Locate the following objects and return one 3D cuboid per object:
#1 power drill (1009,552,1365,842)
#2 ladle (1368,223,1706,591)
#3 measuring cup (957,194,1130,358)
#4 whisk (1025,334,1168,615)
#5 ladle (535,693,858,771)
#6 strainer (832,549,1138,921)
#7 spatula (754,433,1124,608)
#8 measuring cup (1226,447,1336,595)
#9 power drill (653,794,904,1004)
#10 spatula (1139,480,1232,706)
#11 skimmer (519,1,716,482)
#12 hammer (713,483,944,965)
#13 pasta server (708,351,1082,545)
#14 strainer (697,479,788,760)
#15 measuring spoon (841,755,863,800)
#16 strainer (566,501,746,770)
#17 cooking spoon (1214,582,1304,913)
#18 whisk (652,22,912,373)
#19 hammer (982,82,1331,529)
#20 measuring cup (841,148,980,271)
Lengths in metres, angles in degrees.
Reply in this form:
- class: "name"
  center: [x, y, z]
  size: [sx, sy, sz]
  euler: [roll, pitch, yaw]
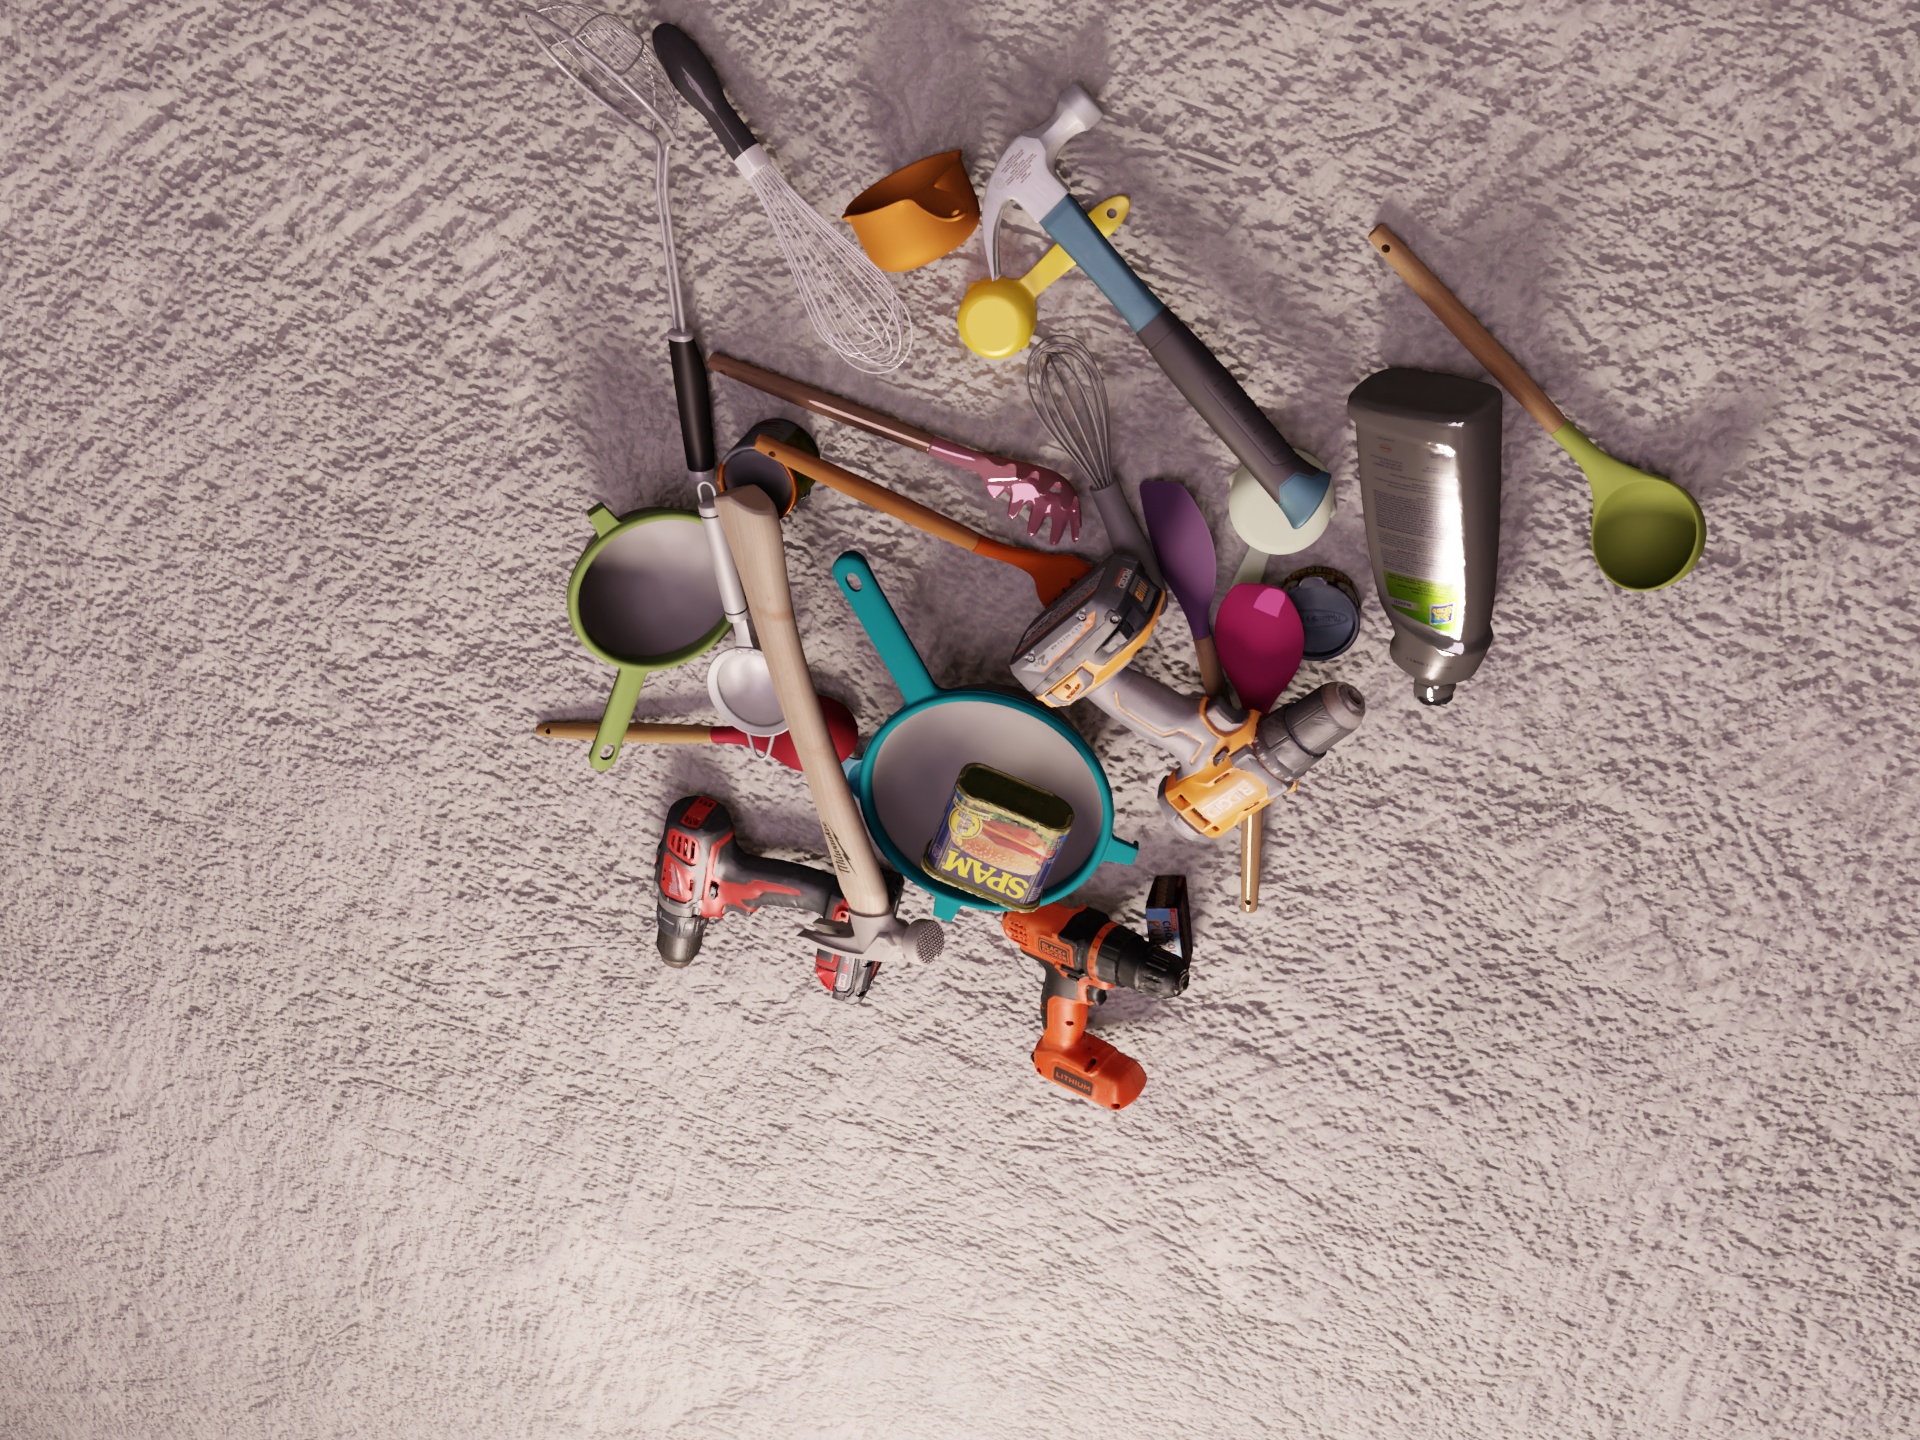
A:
- class: "power drill"
  center: [0.173, -0.023, 1.199]
  size: [0.226, 0.084, 0.185]
  euler: [41, 130, -12]
- class: "ladle"
  center: [0.387, -0.214, 1.082]
  size: [0.320, 0.062, 0.078]
  euler: [43, 134, -9]
- class: "measuring cup"
  center: [0.059, -0.315, 1.128]
  size: [0.062, 0.029, 0.156]
  euler: [45, 123, -13]
- class: "whisk"
  center: [0.110, -0.178, 1.191]
  size: [0.055, 0.055, 0.238]
  euler: [-14, 121, 23]
- class: "ladle"
  center: [-0.240, 0.010, 1.408]
  size: [0.315, 0.031, 0.069]
  euler: [1, 100, 20]
- class: "strainer"
  center: [-0.002, -0.004, 1.297]
  size: [0.211, 0.095, 0.340]
  euler: [-21, 111, 25]
- class: "spatula"
  center: [-0.011, -0.141, 1.223]
  size: [0.322, 0.041, 0.081]
  euler: [23, 138, -15]
- class: "measuring cup"
  center: [0.224, -0.122, 1.193]
  size: [0.083, 0.038, 0.167]
  euler: [20, 123, 4]
- class: "power drill"
  center: [-0.180, 0.182, 1.473]
  size: [0.227, 0.080, 0.187]
  euler: [19, 124, 7]
- class: "spatula"
  center: [0.198, -0.045, 1.255]
  size: [0.060, 0.018, 0.315]
  euler: [11, 130, 44]
- class: "skimmer"
  center: [-0.240, -0.335, 1.166]
  size: [0.127, 0.090, 0.363]
  euler: [37, 141, 43]
- class: "hammer"
  center: [-0.127, 0.011, 1.282]
  size: [0.146, 0.038, 0.410]
  euler: [1, 115, 40]
- class: "pasta server"
  center: [-0.050, -0.215, 1.216]
  size: [0.316, 0.040, 0.060]
  euler: [22, 156, 4]
- class: "strainer"
  center: [-0.179, -0.083, 1.301]
  size: [0.087, 0.050, 0.258]
  euler: [5, 128, 18]
- class: "measuring spoon"
  center: [-0.112, 0.024, 1.395]
  size: [0.128, 0.021, 0.042]
  euler: [38, 115, 2]
- class: "strainer"
  center: [-0.273, -0.077, 1.327]
  size: [0.151, 0.069, 0.256]
  euler: [5, 123, -33]
- class: "cooking spoon"
  center: [0.234, 0.031, 1.269]
  size: [0.069, 0.017, 0.318]
  euler: [9, 127, 20]
- class: "whisk"
  center: [-0.129, -0.370, 1.136]
  size: [0.070, 0.070, 0.284]
  euler: [-30, 103, 29]
- class: "hammer"
  center: [0.142, -0.268, 1.102]
  size: [0.128, 0.033, 0.331]
  euler: [-40, 98, 20]
- class: "measuring cup"
  center: [-0.017, -0.330, 1.063]
  size: [0.095, 0.174, 0.052]
  euler: [-31, 121, -3]
